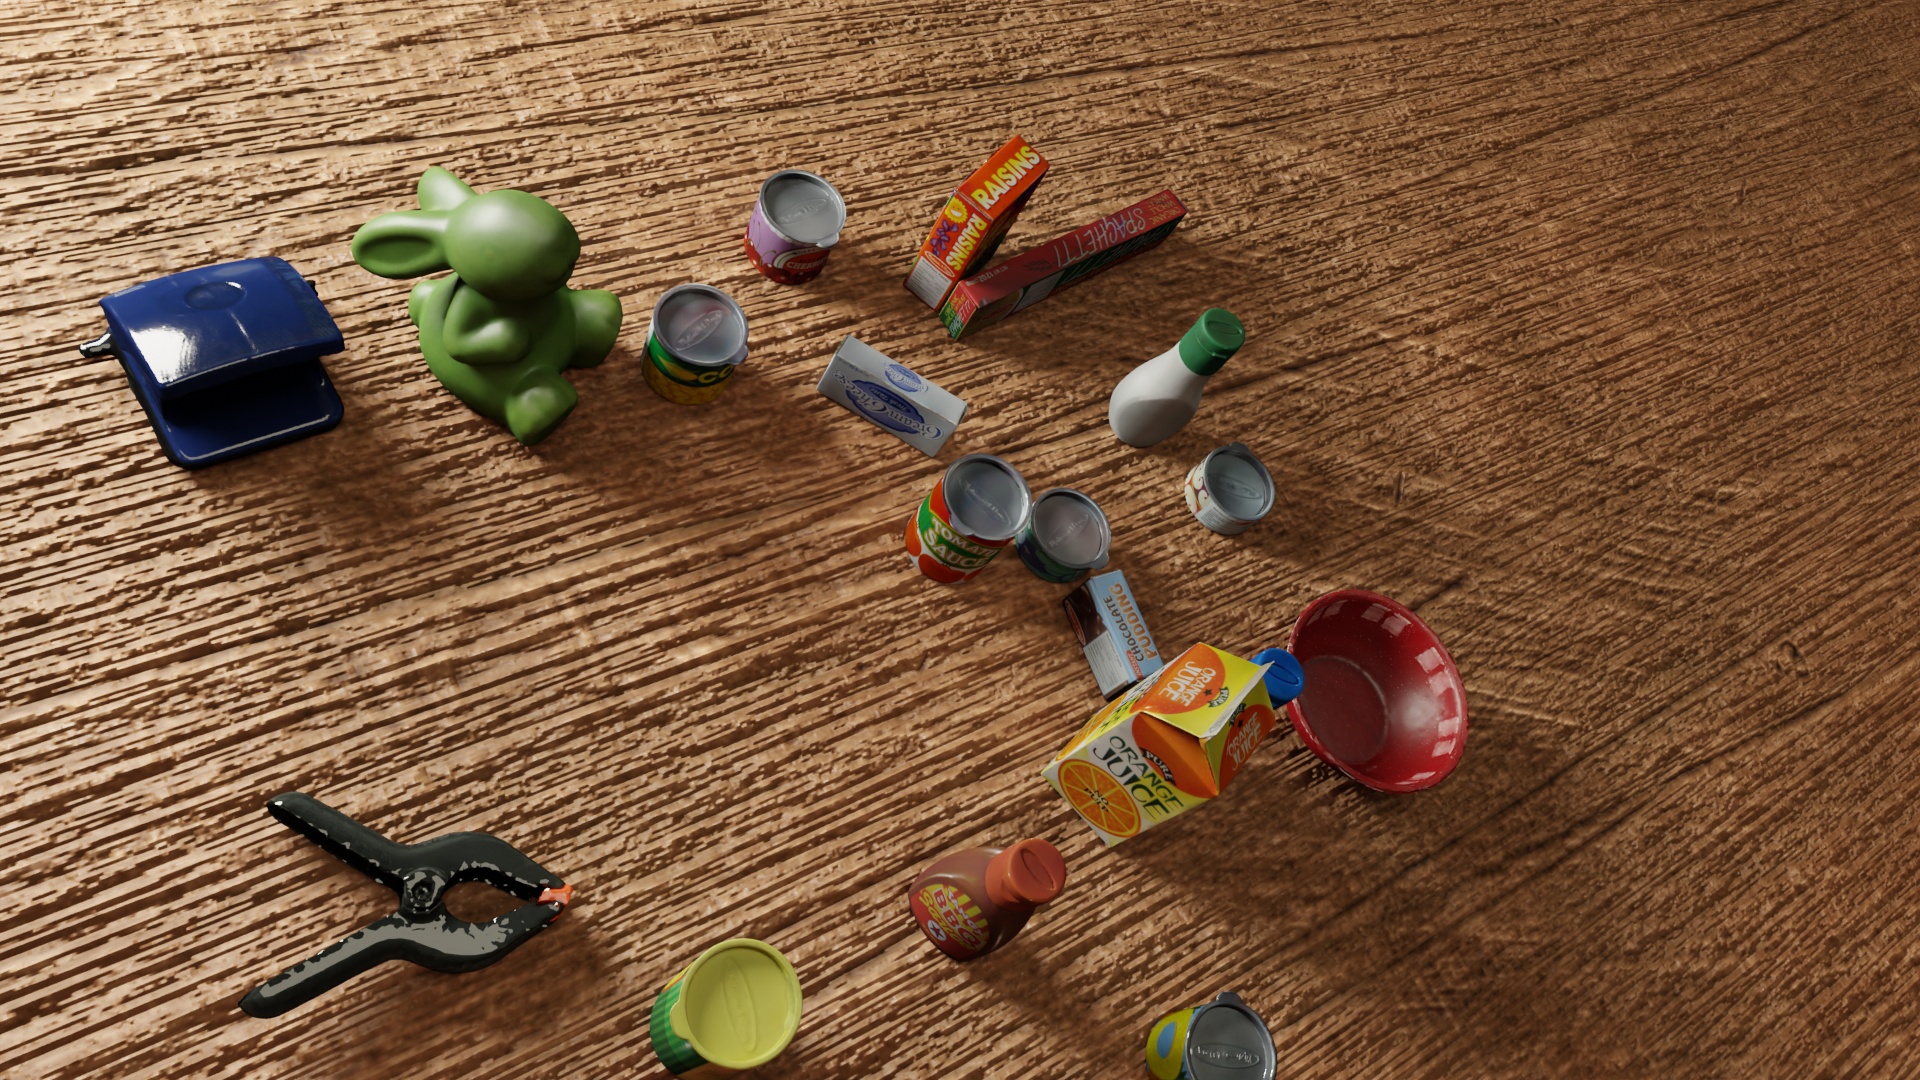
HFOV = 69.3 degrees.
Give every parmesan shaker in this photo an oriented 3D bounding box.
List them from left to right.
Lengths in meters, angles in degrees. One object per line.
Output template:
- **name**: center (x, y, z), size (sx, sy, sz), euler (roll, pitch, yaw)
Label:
- **parmesan shaker**: center (-0.136, 0.265, 0.775), size (0.071, 0.102, 0.071), euler (10, 63, -19)

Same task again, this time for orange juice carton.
- **orange juice carton**: center (0.135, 0.131, 0.903), size (0.073, 0.191, 0.072), euler (47, 57, 3)

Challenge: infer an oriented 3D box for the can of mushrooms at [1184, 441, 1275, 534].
- **can of mushrooms**: center (0.216, -0.042, 1.116), size (0.071, 0.033, 0.071), euler (9, 63, -19)

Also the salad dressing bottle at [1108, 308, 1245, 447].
- **salad dressing bottle**: center (0.166, -0.124, 1.067), size (0.064, 0.147, 0.044), euler (10, 63, -18)

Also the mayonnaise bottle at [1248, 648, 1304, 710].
- **mayonnaise bottle**: center (0.181, 0.115, 0.957), size (0.065, 0.147, 0.041), euler (27, 59, -9)

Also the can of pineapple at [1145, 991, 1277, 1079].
- **can of pineapple**: center (0.161, 0.332, 0.896), size (0.071, 0.057, 0.071), euler (9, 63, -19)

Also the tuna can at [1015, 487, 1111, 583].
- **tuna can**: center (0.078, -0.001, 1.038), size (0.071, 0.032, 0.071), euler (9, 63, -19)

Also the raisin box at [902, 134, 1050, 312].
- **raisin box**: center (0.011, -0.244, 1.074), size (0.040, 0.123, 0.086), euler (41, 57, 0)

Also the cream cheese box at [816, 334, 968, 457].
- **cream cheese box**: center (-0.051, -0.105, 1.022), size (0.104, 0.053, 0.024), euler (30, 58, -7)

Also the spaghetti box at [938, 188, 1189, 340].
- **spaghetti box**: center (0.089, -0.230, 1.144), size (0.251, 0.050, 0.029), euler (-30, 80, -31)

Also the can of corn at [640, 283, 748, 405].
- **can of corn**: center (-0.186, -0.135, 0.976), size (0.071, 0.058, 0.071), euler (9, 63, -19)

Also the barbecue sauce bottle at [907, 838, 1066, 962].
- **barbecue sauce bottle**: center (0.018, 0.213, 0.839), size (0.044, 0.148, 0.065), euler (-35, 83, -32)

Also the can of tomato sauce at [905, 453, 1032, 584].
- **can of tomato sauce**: center (0.004, -0.012, 0.982), size (0.071, 0.082, 0.071), euler (10, 63, -19)

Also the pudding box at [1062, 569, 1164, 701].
- **pudding box**: center (0.111, 0.069, 1.008), size (0.030, 0.049, 0.084), euler (-15, 72, -28)

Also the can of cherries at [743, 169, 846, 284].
- **can of cherries**: center (-0.125, -0.234, 1.050), size (0.071, 0.058, 0.072), euler (9, 63, -19)
